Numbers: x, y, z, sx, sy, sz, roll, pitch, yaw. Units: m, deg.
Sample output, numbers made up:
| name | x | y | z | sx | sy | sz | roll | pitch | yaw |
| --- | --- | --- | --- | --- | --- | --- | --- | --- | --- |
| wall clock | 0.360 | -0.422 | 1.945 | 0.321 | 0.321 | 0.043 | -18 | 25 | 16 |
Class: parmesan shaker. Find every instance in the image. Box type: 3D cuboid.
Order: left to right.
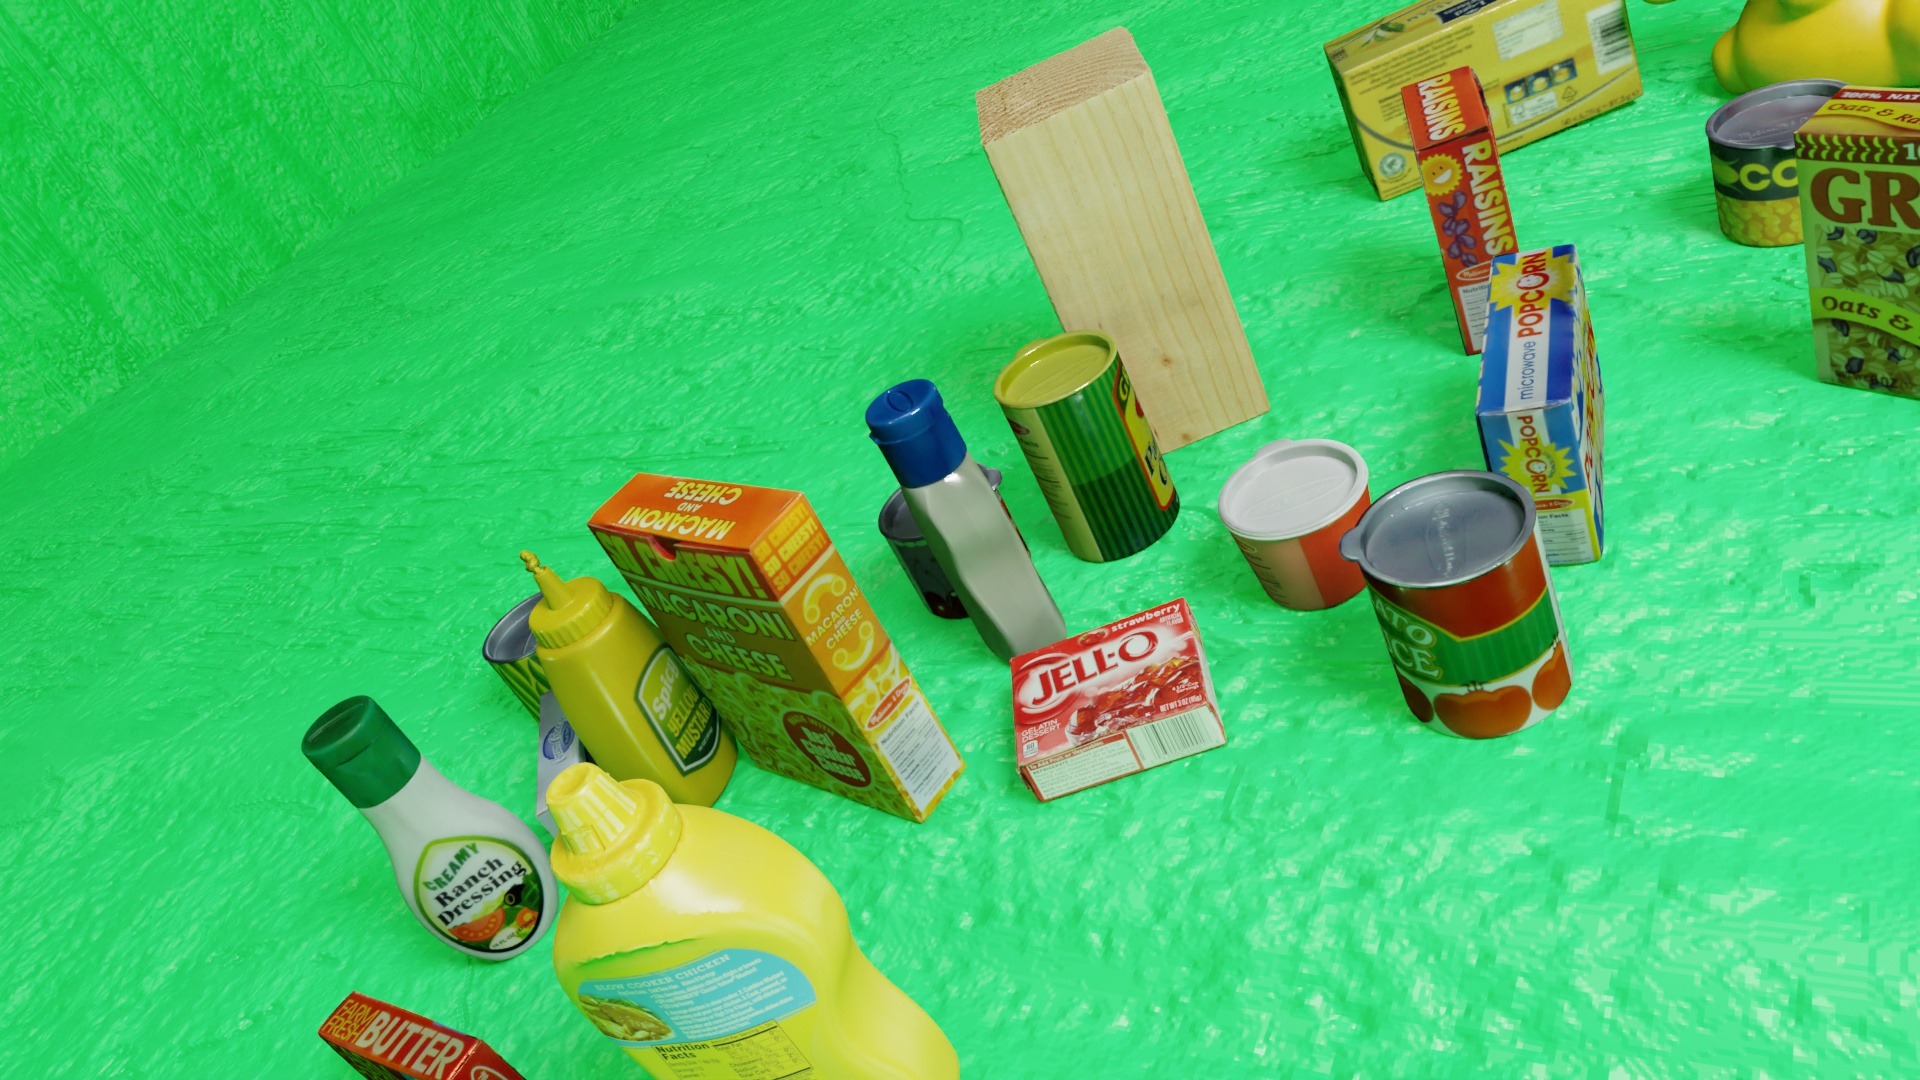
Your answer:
| name | x | y | z | sx | sy | sz | roll | pitch | yaw |
| --- | --- | --- | --- | --- | --- | --- | --- | --- | --- |
| parmesan shaker | 0.067 | -0.049 | 0.721 | 0.071 | 0.102 | 0.072 | -20 | 32 | 13 |

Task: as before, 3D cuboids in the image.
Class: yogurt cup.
| name | x | y | z | sx | sy | sz | roll | pitch | yaw |
| --- | --- | --- | --- | --- | --- | --- | --- | --- | --- |
| yogurt cup | 0.158 | -0.005 | 0.634 | 0.072 | 0.053 | 0.073 | -20 | 32 | 13 |

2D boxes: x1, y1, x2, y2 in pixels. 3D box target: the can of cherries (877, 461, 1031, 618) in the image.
| name | x | y | z | sx | sy | sz | roll | pitch | yaw |
| --- | --- | --- | --- | --- | --- | --- | --- | --- | --- |
| can of cherries | 0.000 | -0.001 | 0.744 | 0.071 | 0.058 | 0.072 | -20 | 32 | 13 |

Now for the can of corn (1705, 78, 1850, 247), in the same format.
| name | x | y | z | sx | sy | sz | roll | pitch | yaw |
| --- | --- | --- | --- | --- | --- | --- | --- | --- | --- |
| can of corn | 0.414 | -0.188 | 0.696 | 0.071 | 0.058 | 0.071 | -20 | 32 | 13 |

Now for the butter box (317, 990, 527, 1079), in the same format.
| name | x | y | z | sx | sy | sz | roll | pitch | yaw |
| --- | --- | --- | --- | --- | --- | --- | --- | --- | --- |
| butter box | -0.227 | 0.226 | 0.595 | 0.103 | 0.053 | 0.024 | 0 | 41 | 38 |

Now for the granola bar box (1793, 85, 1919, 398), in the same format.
| name | x | y | z | sx | sy | sz | roll | pitch | yaw |
| --- | --- | --- | --- | --- | --- | --- | --- | --- | --- |
| granola bar box | 0.408 | -0.104 | 0.517 | 0.039 | 0.123 | 0.166 | -39 | 33 | -16 |

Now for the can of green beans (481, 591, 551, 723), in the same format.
| name | x | y | z | sx | sy | sz | roll | pitch | yaw |
| --- | --- | --- | --- | --- | --- | --- | --- | --- | --- |
| can of green beans | -0.239 | 0.070 | 0.827 | 0.071 | 0.057 | 0.071 | -20 | 32 | 13 |

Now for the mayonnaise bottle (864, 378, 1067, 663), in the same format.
| name | x | y | z | sx | sy | sz | roll | pitch | yaw |
| --- | --- | --- | --- | --- | --- | --- | --- | --- | --- |
| mayonnaise bottle | 0.002 | -0.008 | 0.668 | 0.041 | 0.147 | 0.065 | -33 | 32 | -7 |

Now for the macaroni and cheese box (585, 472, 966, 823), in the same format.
| name | x | y | z | sx | sy | sz | roll | pitch | yaw |
| --- | --- | --- | --- | --- | --- | --- | --- | --- | --- |
| macaroni and cheese box | -0.083 | 0.049 | 0.634 | 0.123 | 0.165 | 0.040 | 7 | 46 | 44 |

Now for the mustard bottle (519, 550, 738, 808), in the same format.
| name | x | y | z | sx | sy | sz | roll | pitch | yaw |
| --- | --- | --- | --- | --- | --- | --- | --- | --- | --- |
| mustard bottle | -0.167 | 0.067 | 0.677 | 0.049 | 0.159 | 0.066 | -12 | 35 | 25 |

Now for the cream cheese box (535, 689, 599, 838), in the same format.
| name | x | y | z | sx | sy | sz | roll | pitch | yaw |
| --- | --- | --- | --- | --- | --- | --- | --- | --- | --- |
| cream cheese box | -0.196 | 0.122 | 0.722 | 0.024 | 0.053 | 0.104 | -28 | 31 | 1 |

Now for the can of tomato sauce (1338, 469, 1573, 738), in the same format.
| name | x | y | z | sx | sy | sz | roll | pitch | yaw |
| --- | --- | --- | --- | --- | --- | --- | --- | --- | --- |
| can of tomato sauce | 0.192 | 0.026 | 0.535 | 0.071 | 0.082 | 0.071 | -20 | 32 | 13 |

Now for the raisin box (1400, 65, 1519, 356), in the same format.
| name | x | y | z | sx | sy | sz | roll | pitch | yaw |
| --- | --- | --- | --- | --- | --- | --- | --- | --- | --- |
| raisin box | 0.266 | -0.172 | 0.725 | 0.040 | 0.123 | 0.086 | -14 | 34 | 22 |

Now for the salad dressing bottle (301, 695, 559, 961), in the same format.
| name | x | y | z | sx | sy | sz | roll | pitch | yaw |
| --- | --- | --- | --- | --- | --- | --- | --- | --- | --- |
| salad dressing bottle | -0.247 | 0.136 | 0.652 | 0.064 | 0.147 | 0.044 | -35 | 32 | -11 |

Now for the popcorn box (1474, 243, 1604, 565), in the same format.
| name | x | y | z | sx | sy | sz | roll | pitch | yaw |
| --- | --- | --- | --- | --- | --- | --- | --- | --- | --- |
| popcorn box | 0.256 | -0.061 | 0.609 | 0.038 | 0.085 | 0.127 | -8 | 37 | 30 |
